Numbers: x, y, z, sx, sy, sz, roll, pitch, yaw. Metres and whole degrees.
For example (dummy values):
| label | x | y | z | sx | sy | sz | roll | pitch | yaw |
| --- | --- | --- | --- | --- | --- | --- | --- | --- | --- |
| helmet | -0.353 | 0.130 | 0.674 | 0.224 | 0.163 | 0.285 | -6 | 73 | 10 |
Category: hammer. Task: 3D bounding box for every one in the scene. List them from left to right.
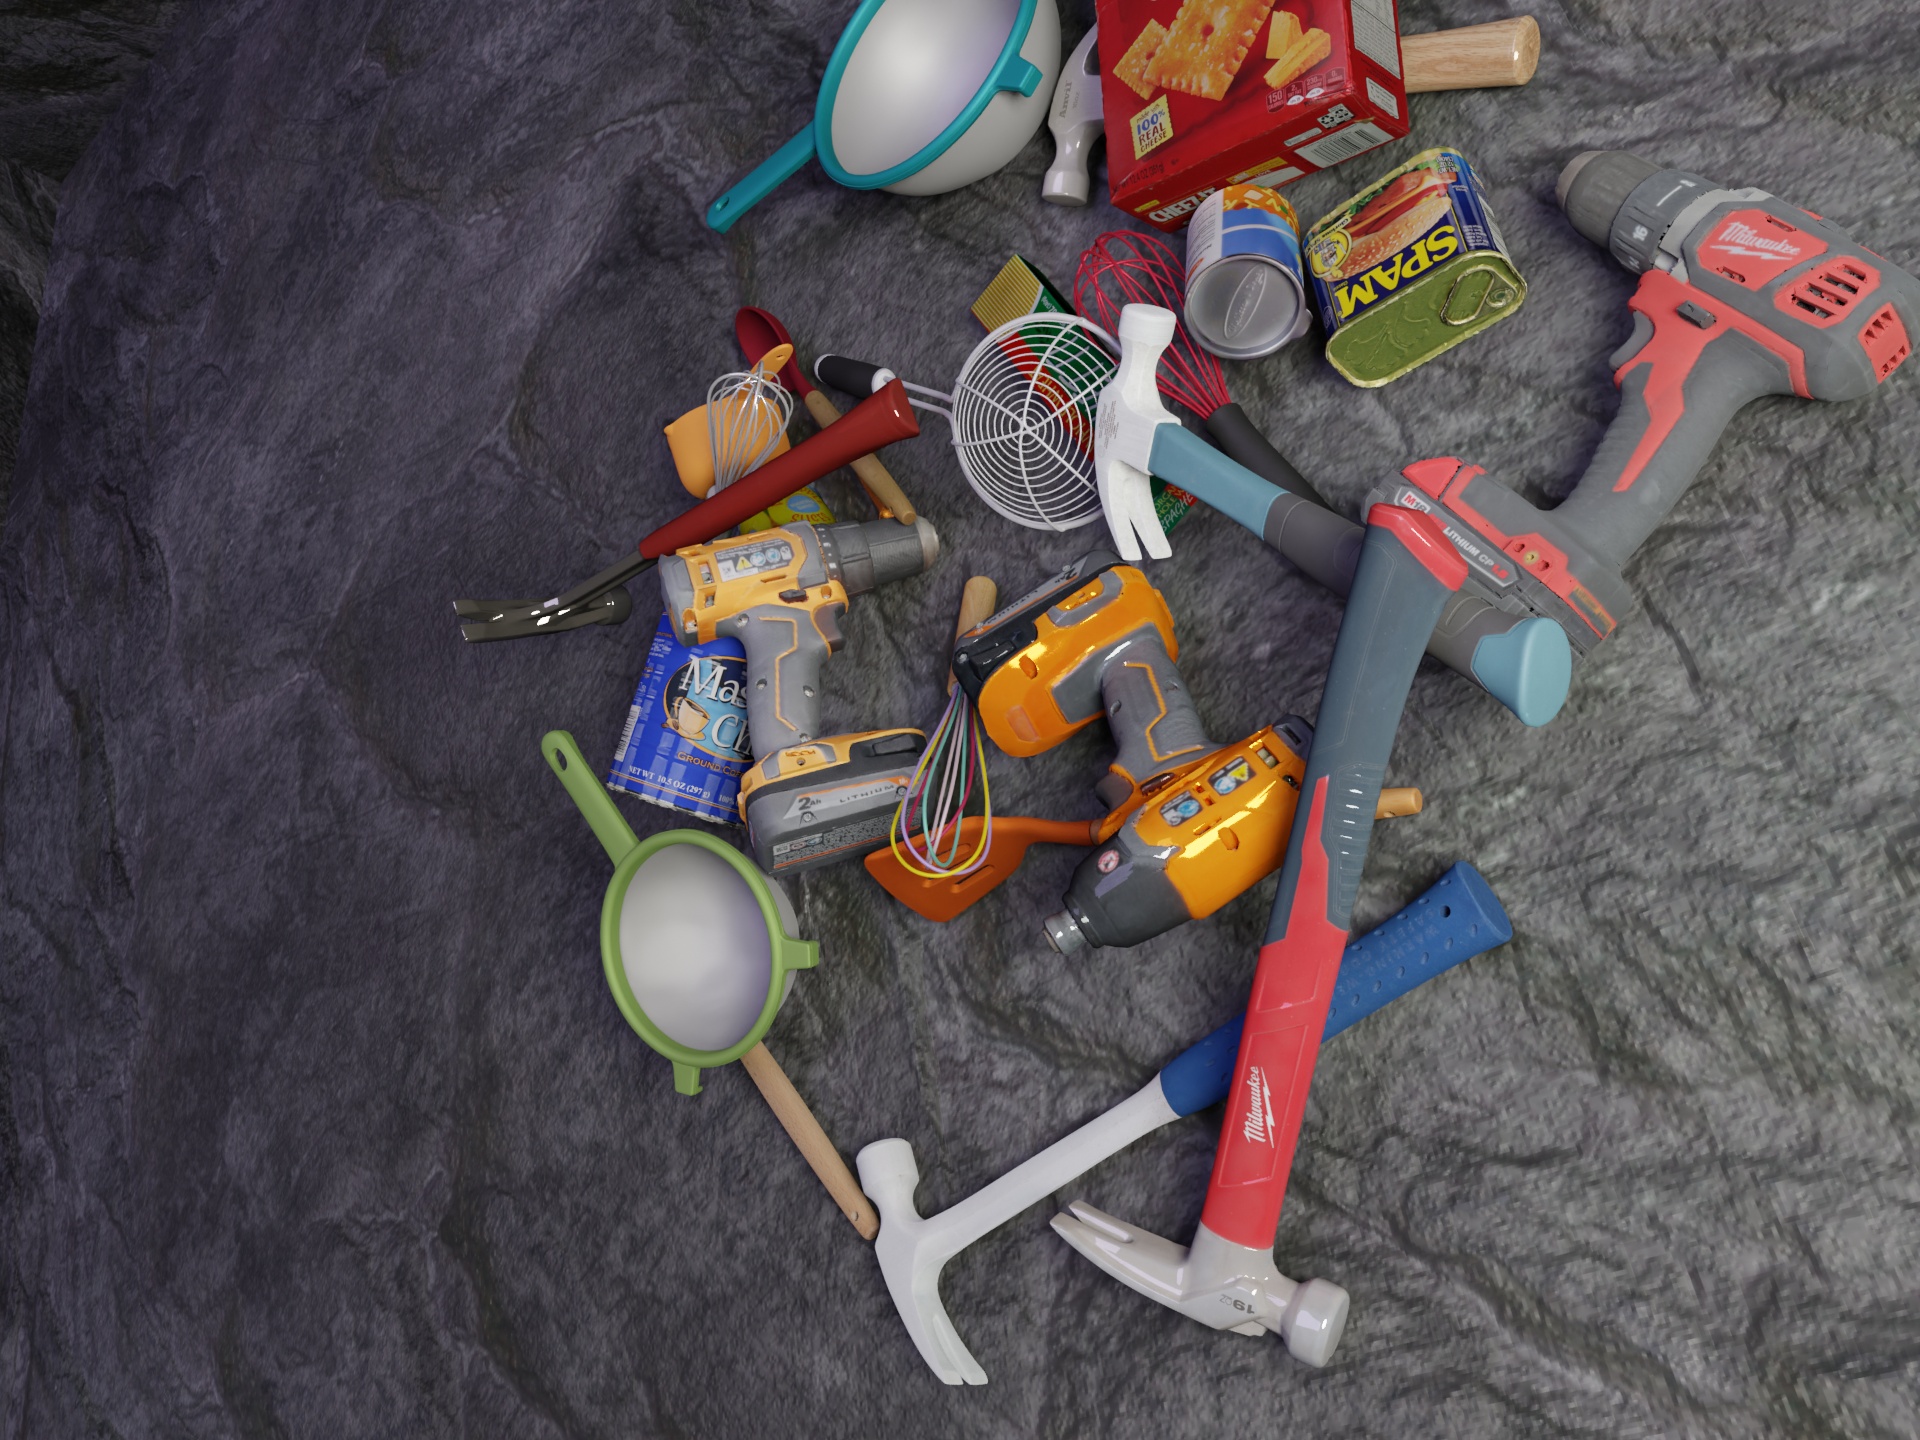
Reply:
| label | x | y | z | sx | sy | sz | roll | pitch | yaw |
| --- | --- | --- | --- | --- | --- | --- | --- | --- | --- |
| hammer | -0.175 | -0.133 | 1.059 | 0.359 | 0.149 | 0.037 | -23 | 85 | 33 |
| hammer | 0.103 | 0.202 | 0.817 | 0.405 | 0.035 | 0.144 | -39 | 51 | 26 |
| hammer | 0.186 | -0.388 | 0.960 | 0.331 | 0.031 | 0.130 | 12 | 95 | 43 |
| hammer | 0.141 | 0.092 | 0.717 | 0.143 | 0.038 | 0.386 | 17 | 105 | 28 |
| hammer | 0.164 | -0.094 | 0.774 | 0.331 | 0.033 | 0.128 | 45 | 134 | 47 |

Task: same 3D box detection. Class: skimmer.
| label | x | y | z | sx | sy | sz | roll | pitch | yaw |
| --- | --- | --- | --- | --- | --- | --- | --- | --- | --- |
| skimmer | -0.002 | -0.214 | 1.053 | 0.364 | 0.090 | 0.127 | -144 | 53 | -61 |

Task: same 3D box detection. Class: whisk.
| label | x | y | z | sx | sy | sz | roll | pitch | yaw |
| --- | --- | --- | --- | --- | --- | --- | --- | --- | --- |
| whisk | -0.168 | -0.165 | 1.140 | 0.246 | 0.057 | 0.059 | 119 | 158 | -53 |
| whisk | -0.004 | -0.003 | 0.940 | 0.047 | 0.051 | 0.245 | -20 | 38 | 26 |
| whisk | 0.143 | -0.187 | 0.919 | 0.073 | 0.073 | 0.296 | -44 | 55 | 22 |

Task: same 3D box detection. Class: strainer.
| label | x | y | z | sx | sy | sz | roll | pitch | yaw |
| --- | --- | --- | --- | --- | --- | --- | --- | --- | --- |
| strainer | -0.186 | 0.103 | 1.039 | 0.151 | 0.069 | 0.256 | -49 | 67 | 25 |
| strainer | -0.047 | -0.431 | 1.163 | 0.340 | 0.095 | 0.211 | -23 | 57 | 38 |

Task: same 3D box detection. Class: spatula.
| label | x | y | z | sx | sy | sz | roll | pitch | yaw |
| --- | --- | --- | --- | --- | --- | --- | --- | --- | --- |
| spatula | -0.130 | 0.214 | 1.044 | 0.082 | 0.044 | 0.318 | -53 | 51 | 13 |
| spatula | 0.094 | 0.068 | 0.871 | 0.322 | 0.080 | 0.041 | -9 | 51 | 36 |

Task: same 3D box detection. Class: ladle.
| label | x | y | z | sx | sy | sz | roll | pitch | yaw |
| --- | --- | --- | --- | --- | --- | --- | --- | --- | --- |
| ladle | -0.098 | -0.221 | 1.145 | 0.031 | 0.069 | 0.316 | -22 | 43 | -13 |

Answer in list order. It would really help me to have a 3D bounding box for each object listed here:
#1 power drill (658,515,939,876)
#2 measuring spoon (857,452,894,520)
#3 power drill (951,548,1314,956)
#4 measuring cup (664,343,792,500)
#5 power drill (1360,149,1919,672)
| label | x | y | z | sx | sy | sz | roll | pitch | yaw |
| --- | --- | --- | --- | --- | --- | --- | --- | --- | --- |
| power drill | -0.079 | -0.031 | 1.017 | 0.084 | 0.185 | 0.226 | 99 | 153 | -62 |
| measuring spoon | -0.062 | -0.176 | 1.140 | 0.021 | 0.011 | 0.117 | -45 | 45 | 23 |
| power drill | 0.080 | 0.018 | 0.832 | 0.164 | 0.084 | 0.227 | -34 | 41 | -2 |
| measuring cup | -0.152 | -0.212 | 1.157 | 0.173 | 0.095 | 0.052 | -32 | 73 | 58 |
| power drill | 0.297 | -0.154 | 0.746 | 0.226 | 0.080 | 0.188 | -49 | 47 | 14 |
